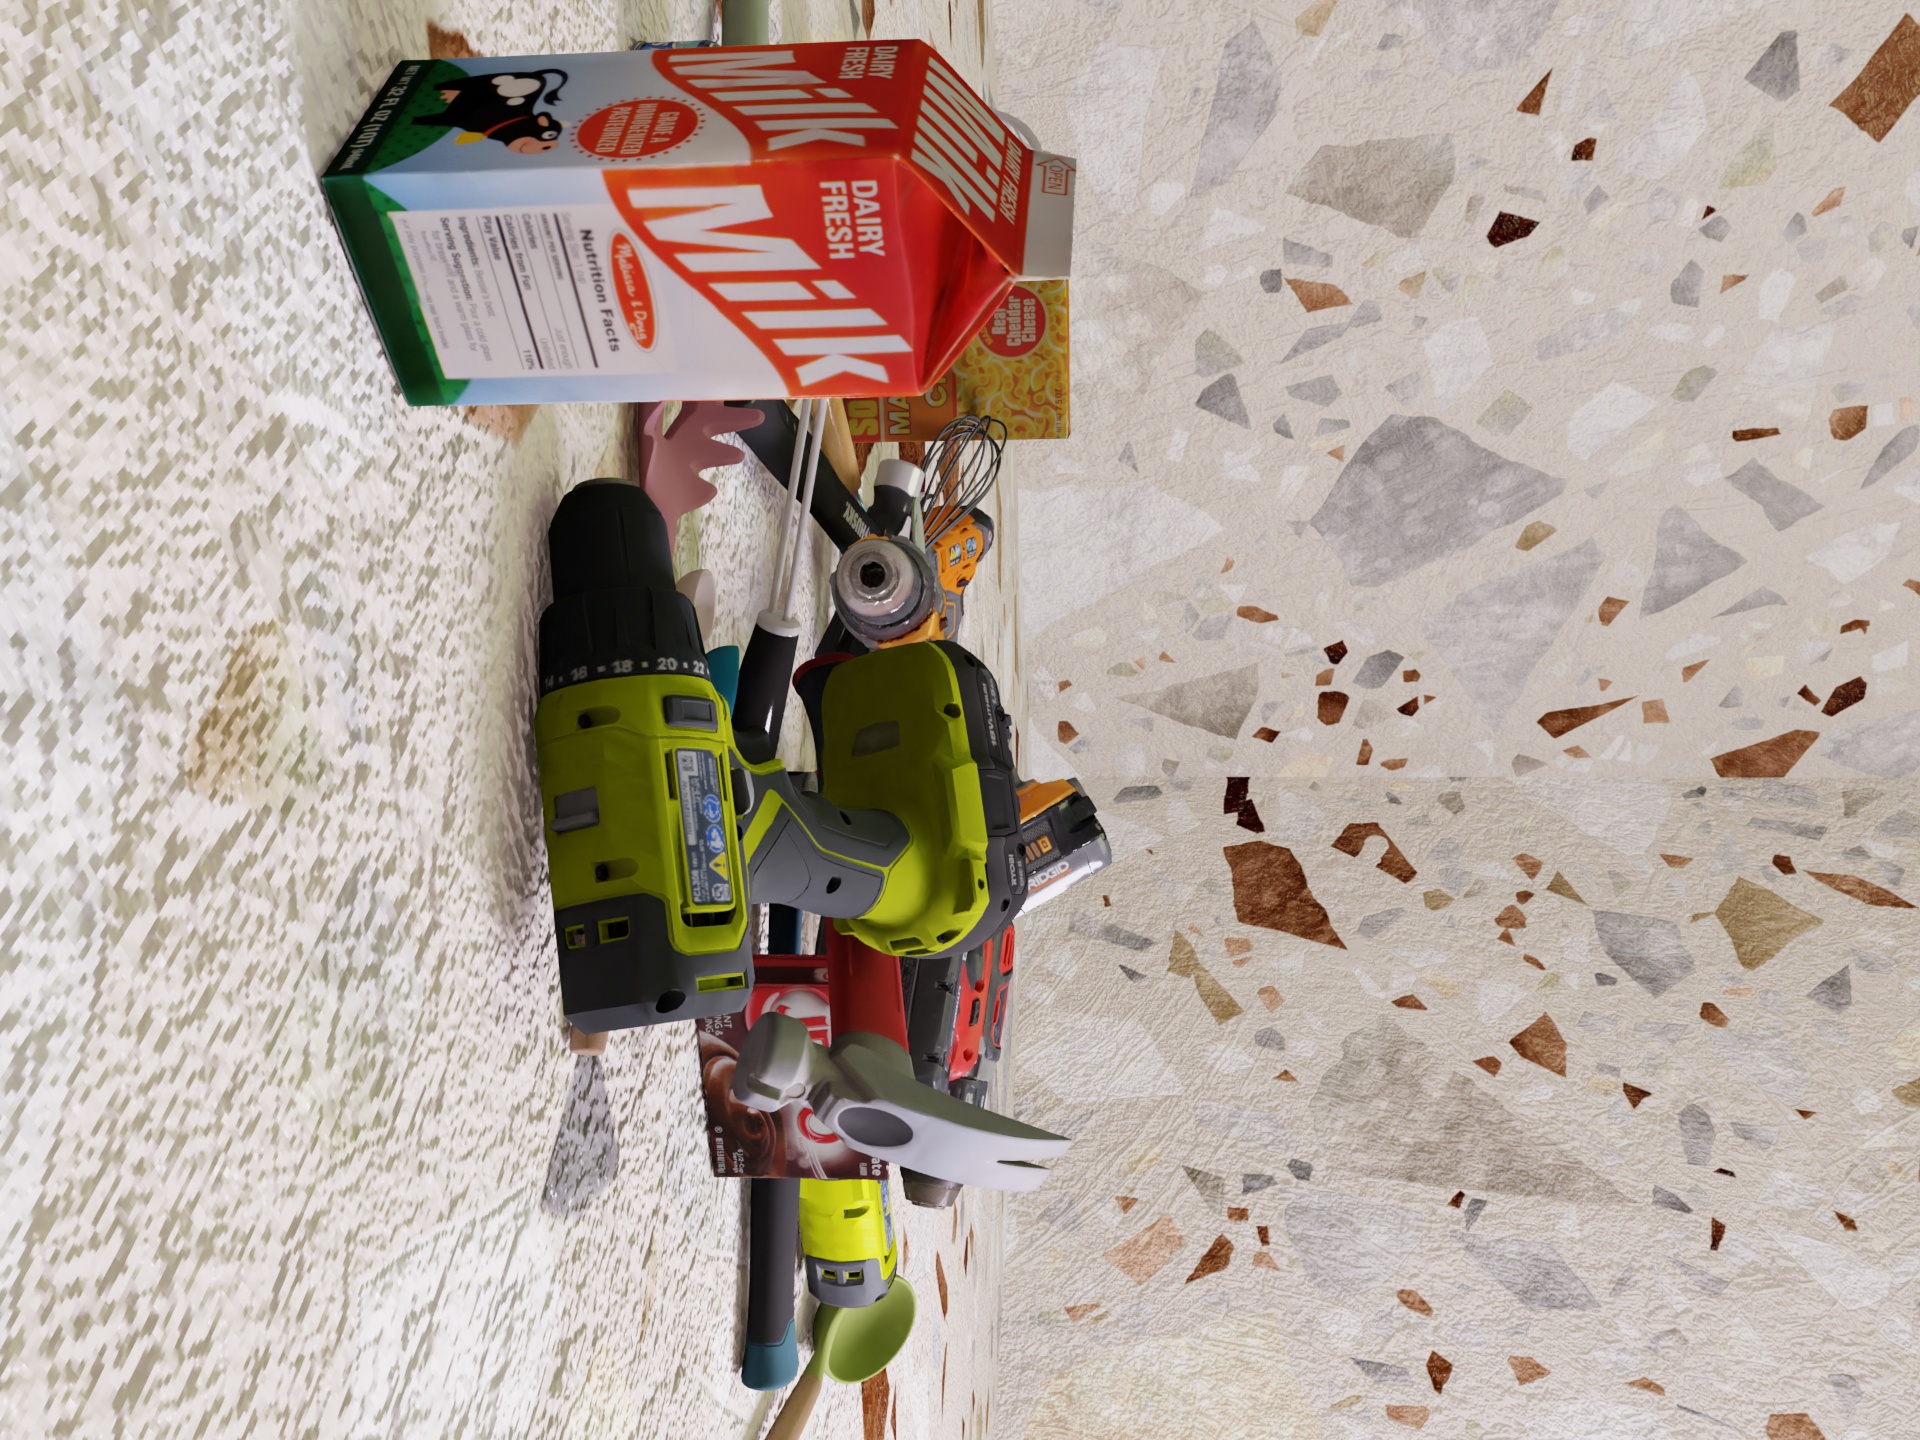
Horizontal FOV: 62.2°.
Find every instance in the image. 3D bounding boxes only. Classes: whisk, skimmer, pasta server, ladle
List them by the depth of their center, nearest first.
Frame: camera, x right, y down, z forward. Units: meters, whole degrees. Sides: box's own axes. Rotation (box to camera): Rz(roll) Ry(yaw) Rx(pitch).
[{"bbox_3d":[-0.122,-0.026,0.635,0.060,0.040,0.316,37,51,-56],"label":"pasta server"},{"bbox_3d":[-0.052,-0.104,0.748,0.090,0.127,0.363,-10,123,-43],"label":"skimmer"},{"bbox_3d":[-0.104,-0.301,0.781,0.058,0.059,0.246,-30,-123,51],"label":"whisk"},{"bbox_3d":[-0.083,0.405,0.930,0.320,0.062,0.078,-17,125,-81],"label":"ladle"},{"bbox_3d":[-0.073,-0.145,1.107,0.244,0.051,0.047,79,18,-48],"label":"whisk"},{"bbox_3d":[-0.033,-0.116,1.114,0.239,0.055,0.055,-62,167,-13],"label":"whisk"}]

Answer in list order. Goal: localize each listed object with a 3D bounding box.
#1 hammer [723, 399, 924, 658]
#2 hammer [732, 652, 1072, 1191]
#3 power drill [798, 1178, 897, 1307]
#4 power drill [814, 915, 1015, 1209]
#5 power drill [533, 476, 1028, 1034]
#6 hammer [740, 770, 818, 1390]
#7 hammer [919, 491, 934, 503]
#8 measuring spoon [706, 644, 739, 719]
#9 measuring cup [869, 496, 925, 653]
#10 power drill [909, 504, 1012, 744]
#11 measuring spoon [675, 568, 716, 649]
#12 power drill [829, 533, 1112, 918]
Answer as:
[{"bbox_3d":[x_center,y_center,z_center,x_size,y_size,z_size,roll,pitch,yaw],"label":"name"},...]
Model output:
[{"bbox_3d":[-0.084,-0.130,0.930,0.334,0.035,0.146,46,59,-76],"label":"hammer"},{"bbox_3d":[-0.040,0.073,0.800,0.038,0.143,0.387,-58,-160,22],"label":"hammer"},{"bbox_3d":[-0.061,0.246,1.055,0.223,0.080,0.171,-72,160,-63],"label":"power drill"},{"bbox_3d":[-0.022,0.188,0.927,0.226,0.080,0.188,53,44,-70],"label":"power drill"},{"bbox_3d":[-0.071,0.015,0.619,0.228,0.080,0.191,7,72,-57],"label":"power drill"},{"bbox_3d":[-0.099,0.190,0.877,0.128,0.033,0.331,63,27,-79],"label":"hammer"},{"bbox_3d":[-0.041,-0.040,1.459,0.127,0.034,0.336,-74,163,-67],"label":"hammer"},{"bbox_3d":[-0.124,0.027,0.743,0.042,0.021,0.128,177,-77,-75],"label":"measuring spoon"},{"bbox_3d":[-0.041,-0.066,1.040,0.083,0.038,0.167,-65,156,-62],"label":"measuring cup"},{"bbox_3d":[-0.010,-0.069,1.345,0.164,0.084,0.226,-35,127,-56],"label":"power drill"},{"bbox_3d":[-0.128,-0.008,0.713,0.034,0.018,0.124,48,49,-80],"label":"measuring spoon"},{"bbox_3d":[-0.001,-0.003,0.891,0.226,0.084,0.185,61,1,3],"label":"power drill"}]
